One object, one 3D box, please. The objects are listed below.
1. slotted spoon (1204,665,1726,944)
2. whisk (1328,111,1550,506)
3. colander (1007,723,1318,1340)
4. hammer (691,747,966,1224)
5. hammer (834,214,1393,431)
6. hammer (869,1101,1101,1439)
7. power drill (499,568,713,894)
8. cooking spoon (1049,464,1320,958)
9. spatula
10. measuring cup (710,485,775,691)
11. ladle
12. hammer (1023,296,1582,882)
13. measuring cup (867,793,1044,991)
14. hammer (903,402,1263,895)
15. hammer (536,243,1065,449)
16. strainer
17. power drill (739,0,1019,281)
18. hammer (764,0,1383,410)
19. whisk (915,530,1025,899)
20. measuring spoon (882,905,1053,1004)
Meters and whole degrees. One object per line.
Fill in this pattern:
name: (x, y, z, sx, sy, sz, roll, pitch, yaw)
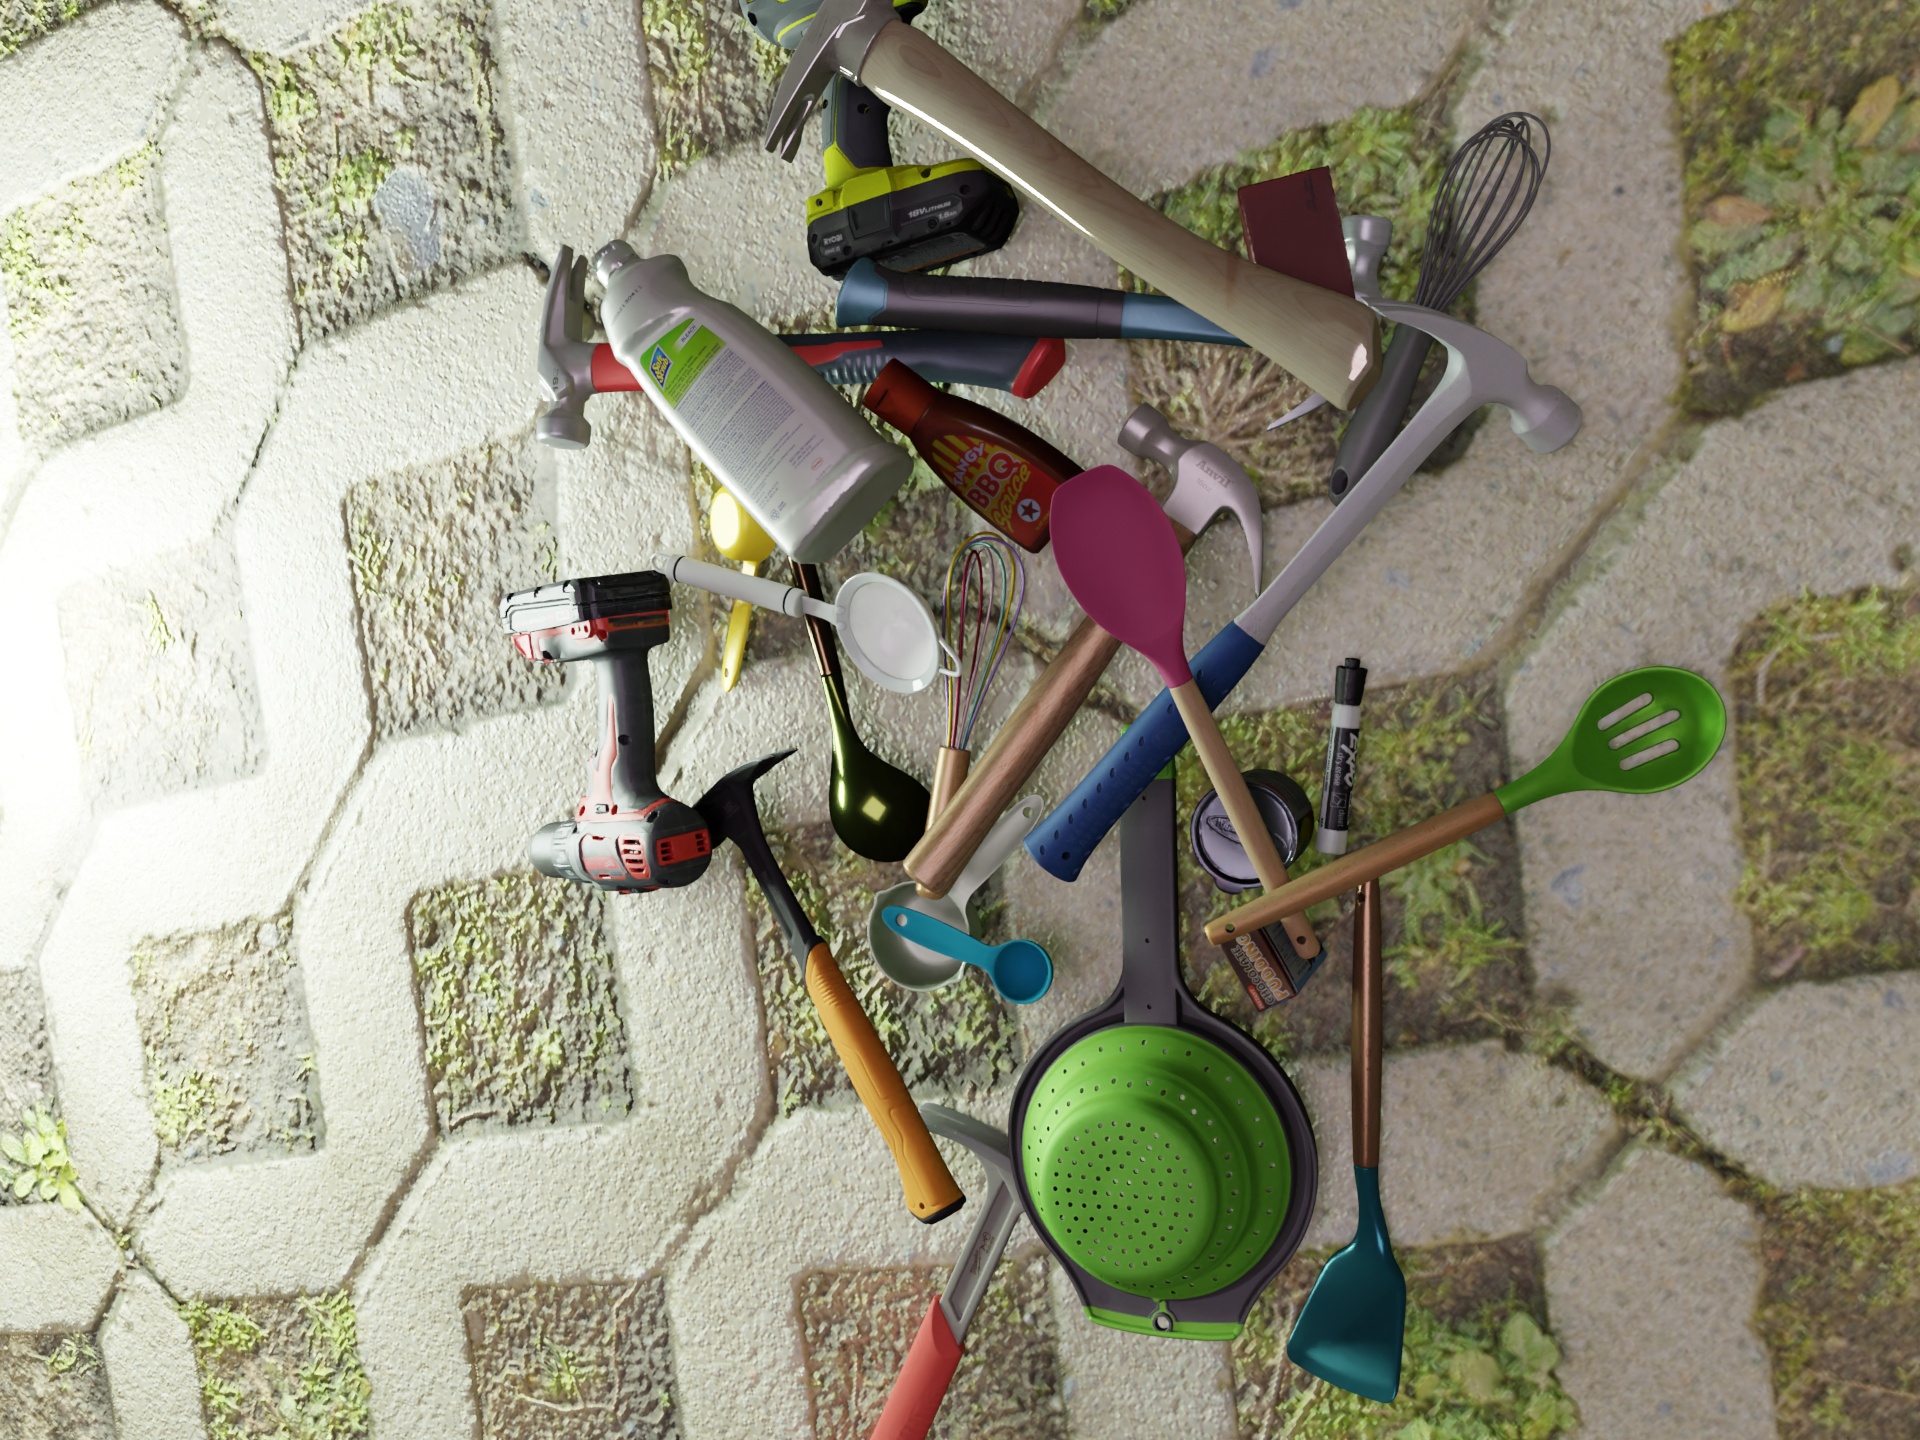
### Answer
slotted spoon: (0.284, 0.057, 0.913, 0.314, 0.031, 0.070, -26, 85, 6)
whisk: (0.270, -0.232, 0.919, 0.055, 0.055, 0.239, 28, 111, 18)
colander: (0.111, 0.201, 0.992, 0.204, 0.094, 0.397, -1, 90, 21)
hammer: (-0.084, 0.184, 1.091, 0.127, 0.034, 0.337, -39, 75, 43)
hammer: (0.086, -0.249, 0.967, 0.331, 0.033, 0.128, 7, 99, 10)
hammer: (-0.029, 0.454, 1.133, 0.149, 0.036, 0.359, 27, 106, 18)
power drill: (-0.267, 0.014, 1.151, 0.188, 0.080, 0.226, -6, 95, 44)
cooking spoon: (0.138, 0.001, 0.923, 0.069, 0.017, 0.318, -24, 101, 15)
spatula: (0.247, 0.253, 0.986, 0.082, 0.044, 0.317, 4, 97, 50)
measuring cup: (-0.162, -0.093, 1.119, 0.062, 0.029, 0.156, 32, 116, 47)
ladle: (-0.088, -0.057, 1.100, 0.078, 0.062, 0.320, -21, 81, 36)
hammer: (0.173, -0.063, 0.936, 0.144, 0.035, 0.405, 32, 109, -21)
measuring cup: (0.006, 0.112, 1.079, 0.083, 0.038, 0.167, 44, 105, 14)
hammer: (0.073, -0.028, 1.002, 0.130, 0.031, 0.331, 37, 98, 10)
hammer: (-0.116, -0.260, 1.080, 0.386, 0.038, 0.143, 3, 87, 21)
strainer: (-0.101, -0.079, 1.058, 0.258, 0.050, 0.086, 17, 128, 23)
power drill: (-0.036, -0.410, 1.011, 0.190, 0.080, 0.228, -10, 90, 24)
hammer: (0.060, -0.293, 0.904, 0.411, 0.038, 0.146, 41, 108, 20)
whisk: (-0.004, -0.004, 1.048, 0.051, 0.047, 0.245, 11, 93, 26)
measuring spoon: (0.006, 0.149, 1.054, 0.129, 0.021, 0.042, 20, 96, 24)
